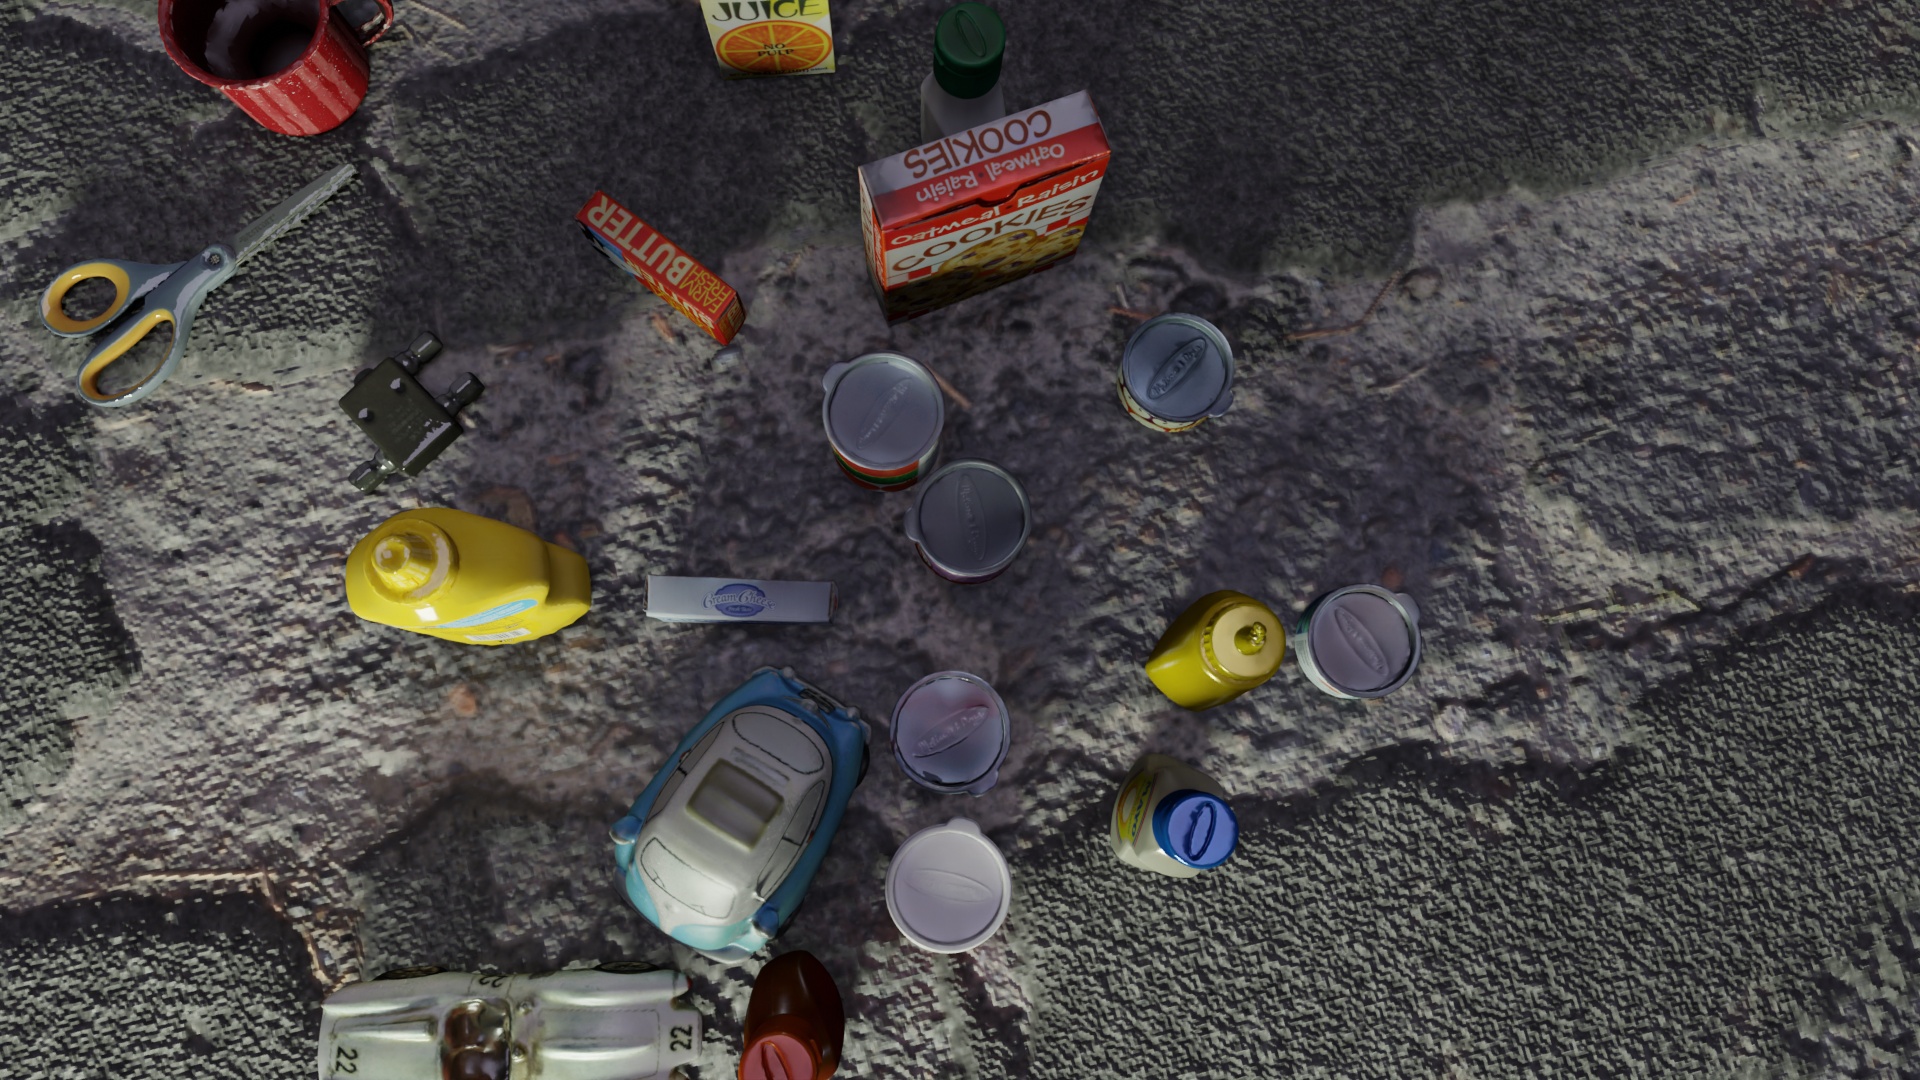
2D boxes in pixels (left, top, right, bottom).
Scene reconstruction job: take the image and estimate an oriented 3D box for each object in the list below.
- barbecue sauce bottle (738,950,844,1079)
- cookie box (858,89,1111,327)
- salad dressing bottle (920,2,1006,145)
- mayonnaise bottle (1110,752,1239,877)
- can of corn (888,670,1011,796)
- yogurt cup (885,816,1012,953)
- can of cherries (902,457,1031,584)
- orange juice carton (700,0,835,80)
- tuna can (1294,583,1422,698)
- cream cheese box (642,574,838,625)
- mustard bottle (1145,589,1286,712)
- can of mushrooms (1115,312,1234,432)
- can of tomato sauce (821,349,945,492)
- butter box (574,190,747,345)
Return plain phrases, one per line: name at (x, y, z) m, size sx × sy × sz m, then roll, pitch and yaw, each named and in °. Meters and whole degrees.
barbecue sauce bottle at (-0.086, 0.252, 0.708) m, size 0.044 × 0.148 × 0.065 m, roll -22°, pitch 84°, yaw -5°
cookie box at (0.010, -0.176, 0.762) m, size 0.123 × 0.167 × 0.040 m, roll -21°, pitch 84°, yaw -5°
salad dressing bottle at (0.003, -0.249, 0.782) m, size 0.044 × 0.147 × 0.064 m, roll -26°, pitch 84°, yaw -5°
mayonnaise bottle at (0.112, 0.146, 0.731) m, size 0.041 × 0.148 × 0.065 m, roll 19°, pitch 82°, yaw 0°
can of corn at (-0.005, 0.109, 0.777) m, size 0.071 × 0.058 × 0.071 m, roll 0°, pitch 82°, yaw -2°
yogurt cup at (-0.007, 0.189, 0.768) m, size 0.072 × 0.054 × 0.072 m, roll 0°, pitch 82°, yaw -2°
can of cherries at (0.003, -0.010, 0.794) m, size 0.071 × 0.058 × 0.071 m, roll 0°, pitch 82°, yaw -2°
orange juice carton at (-0.111, -0.332, 0.766) m, size 0.072 × 0.192 × 0.073 m, roll -5°, pitch 83°, yaw -3°
tuna can at (0.232, 0.057, 0.807) m, size 0.071 × 0.033 × 0.071 m, roll 0°, pitch 82°, yaw -2°
cream cheese box at (-0.122, 0.035, 0.785) m, size 0.104 × 0.053 × 0.024 m, roll 2°, pitch 83°, yaw -2°
mustard bottle at (0.140, 0.058, 0.738) m, size 0.049 × 0.160 × 0.065 m, roll 40°, pitch 83°, yaw 3°
can of mushrooms at (0.128, -0.097, 0.824) m, size 0.071 × 0.033 × 0.071 m, roll 0°, pitch 82°, yaw -2°
can of tomato sauce at (-0.045, -0.066, 0.787) m, size 0.071 × 0.083 × 0.071 m, roll 0°, pitch 82°, yaw -2°
butter box at (-0.173, -0.158, 0.810) m, size 0.103 × 0.053 × 0.024 m, roll 37°, pitch 83°, yaw 3°
